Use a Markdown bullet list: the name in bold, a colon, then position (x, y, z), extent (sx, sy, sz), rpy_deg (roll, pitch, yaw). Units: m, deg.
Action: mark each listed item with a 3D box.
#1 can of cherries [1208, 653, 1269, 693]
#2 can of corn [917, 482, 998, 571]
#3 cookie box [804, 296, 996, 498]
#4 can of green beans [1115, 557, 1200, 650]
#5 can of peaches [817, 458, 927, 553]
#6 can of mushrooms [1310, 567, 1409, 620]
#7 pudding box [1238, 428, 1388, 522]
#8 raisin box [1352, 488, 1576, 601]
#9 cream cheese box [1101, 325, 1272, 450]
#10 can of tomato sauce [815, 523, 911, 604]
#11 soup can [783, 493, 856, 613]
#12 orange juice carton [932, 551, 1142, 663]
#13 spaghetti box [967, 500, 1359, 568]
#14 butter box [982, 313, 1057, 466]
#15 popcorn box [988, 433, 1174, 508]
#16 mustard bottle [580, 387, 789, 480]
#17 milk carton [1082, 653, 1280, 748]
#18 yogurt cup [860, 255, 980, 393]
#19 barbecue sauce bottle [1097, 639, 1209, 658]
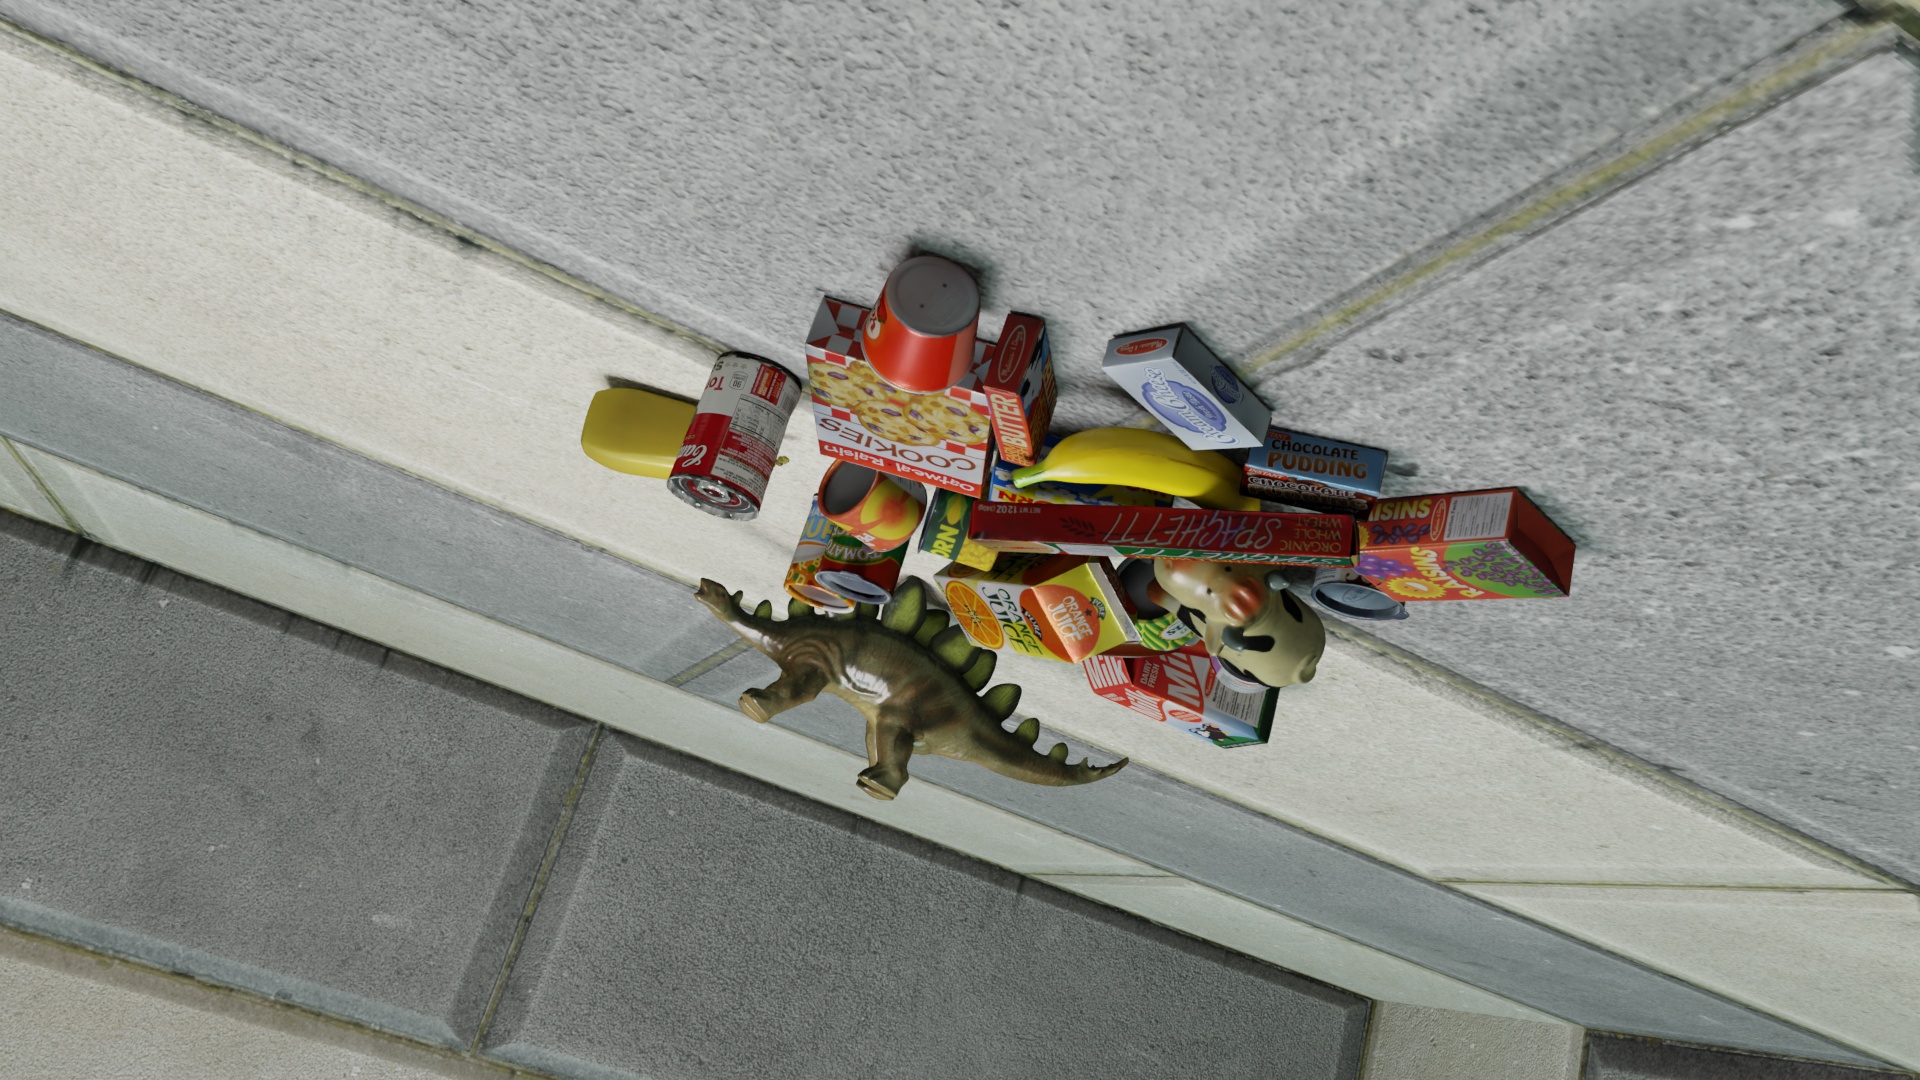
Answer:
- **can of cherries**: position (0.241, 0.087, 1.145), extent (0.071, 0.071, 0.058), rpy_deg (14, 166, 9)
- **can of corn**: position (0.004, -0.013, 1.065), extent (0.058, 0.071, 0.071), rpy_deg (18, 160, -4)
- **cookie box**: position (-0.036, -0.092, 0.934), extent (0.123, 0.040, 0.166), rpy_deg (16, 160, 4)
- **can of green beans**: position (0.157, 0.047, 1.106), extent (0.071, 0.071, 0.057), rpy_deg (8, 158, 25)
- **can of peaches**: position (-0.070, -0.031, 1.080), extent (0.071, 0.071, 0.058), rpy_deg (-1, 152, 42)
- **can of mushrooms**: position (0.291, 0.031, 1.000), extent (0.071, 0.033, 0.070), rpy_deg (15, 160, 6)
- **pudding box**: position (0.219, -0.042, 0.867), extent (0.084, 0.030, 0.049), rpy_deg (13, 160, 11)
- **raisin box**: position (0.318, 0.006, 0.900), extent (0.086, 0.040, 0.123), rpy_deg (31, 157, -36)
- **cream cheese box**: position (0.135, -0.088, 0.821), extent (0.053, 0.024, 0.103), rpy_deg (-1, 153, 45)
- **can of tomato sauce**: position (-0.077, 0.002, 1.155), extent (0.071, 0.083, 0.071), rpy_deg (15, 160, 6)
- **soup can**: position (-0.113, 0.012, 1.213), extent (0.071, 0.084, 0.071), rpy_deg (16, 160, 6)
- **orange juice carton**: position (0.066, 0.042, 1.078), extent (0.192, 0.073, 0.071), rpy_deg (3, 126, 59)
- **spaghetti box**: position (0.131, -0.004, 0.902), extent (0.250, 0.029, 0.050), rpy_deg (3, 172, 18)
- **butter box**: position (0.038, -0.090, 0.854), extent (0.024, 0.053, 0.103), rpy_deg (14, 160, 14)
- **popcorn box**: position (0.085, -0.035, 0.988), extent (0.127, 0.038, 0.085), rpy_deg (16, 160, 3)
- **mustard bottle**: position (-0.214, -0.075, 1.095), extent (0.160, 0.065, 0.048), rpy_deg (13, 162, 0)
- **milk carton**: position (0.193, 0.123, 1.272), extent (0.190, 0.073, 0.072), rpy_deg (24, 159, -18)
- **yogurt cup**: position (-0.020, -0.125, 0.795), extent (0.072, 0.073, 0.053), rpy_deg (19, 152, -3)
- **barbecue sauce bottle**: position (0.152, 0.072, 1.191), extent (0.149, 0.065, 0.043), rpy_deg (11, 149, -7)
